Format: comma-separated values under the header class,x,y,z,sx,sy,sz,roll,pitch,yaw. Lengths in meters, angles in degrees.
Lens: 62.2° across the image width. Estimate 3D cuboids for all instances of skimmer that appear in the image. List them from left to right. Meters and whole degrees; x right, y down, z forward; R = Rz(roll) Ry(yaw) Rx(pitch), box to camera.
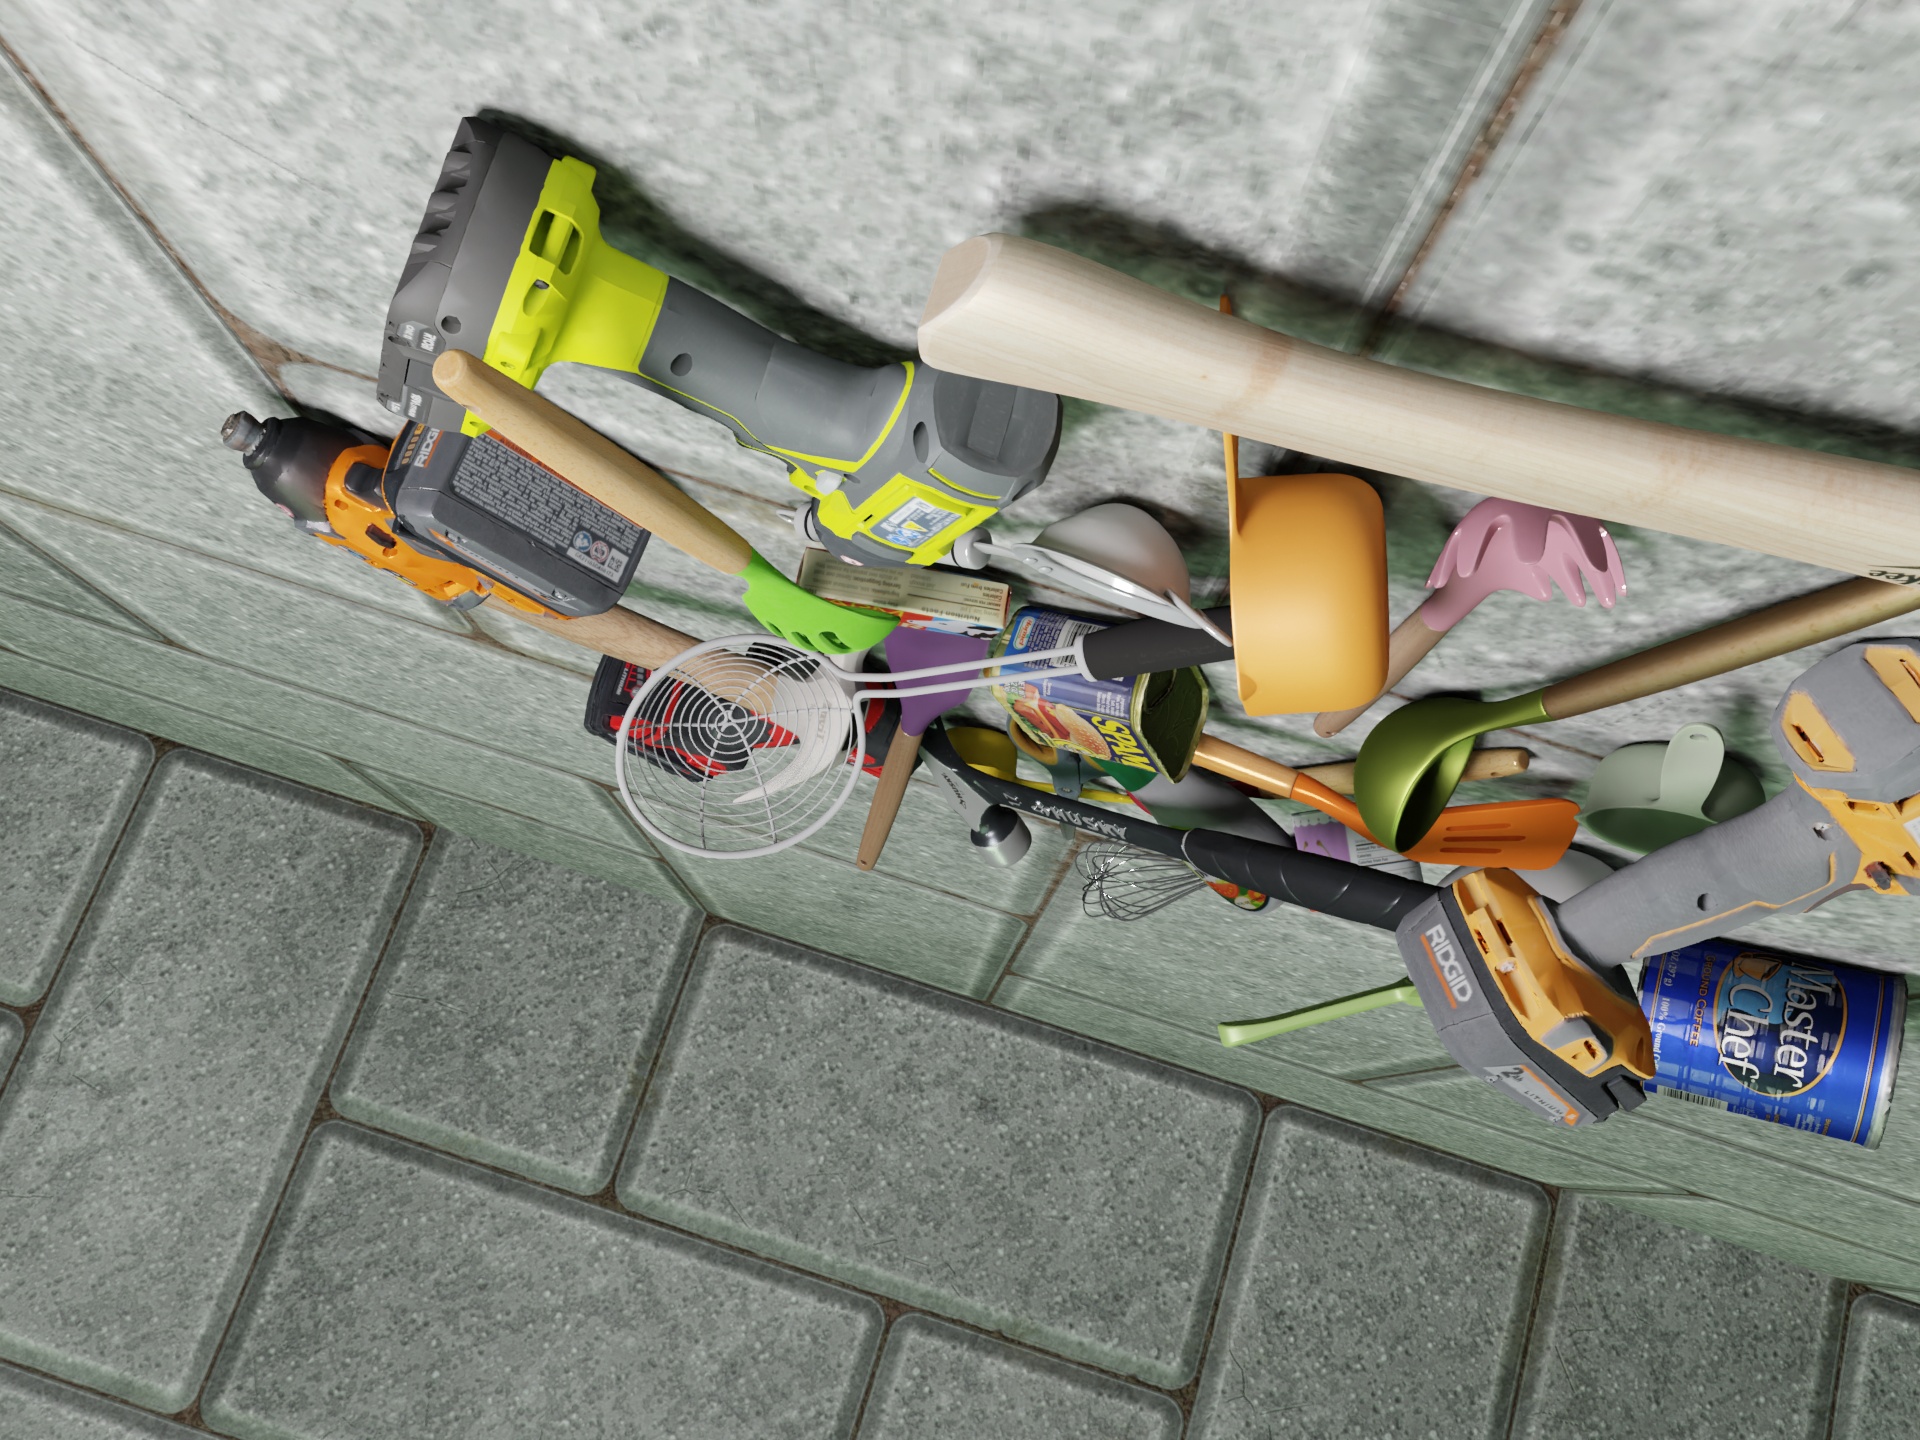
class,x,y,z,sx,sy,sz,roll,pitch,yaw
skimmer,-0.001,-0.002,0.747,0.363,0.090,0.127,-8,126,32

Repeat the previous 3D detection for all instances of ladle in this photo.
class,x,y,z,sx,sy,sz,roll,pitch,yaw
ladle,0.195,0.036,0.912,0.069,0.031,0.315,27,161,-26
ladle,0.264,-0.004,0.634,0.062,0.078,0.320,48,154,-6

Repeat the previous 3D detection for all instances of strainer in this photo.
class,x,y,z,sx,sy,sz,roll,pitch,yaw
strainer,0.011,-0.077,0.696,0.259,0.050,0.086,14,174,37
strainer,0.267,0.125,0.917,0.256,0.069,0.151,-17,175,6

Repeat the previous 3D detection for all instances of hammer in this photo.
class,x,y,z,sx,sy,sz,roll,pitch,yaw
hammer,-0.200,-0.049,0.951,0.331,0.130,0.031,20,-163,24
hammer,0.118,0.063,0.869,0.409,0.036,0.149,13,146,49
hammer,0.189,-0.068,0.464,0.410,0.038,0.146,14,158,6

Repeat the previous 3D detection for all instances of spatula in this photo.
class,x,y,z,sx,sy,sz,roll,pitch,yaw
spatula,-0.035,0.015,0.948,0.060,0.018,0.315,30,147,7
spatula,0.160,0.019,0.851,0.323,0.041,0.081,22,156,20

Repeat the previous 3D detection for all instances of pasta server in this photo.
class,x,y,z,sx,sy,sz,roll,pitch,yaw
pasta server,0.190,-0.029,0.663,0.060,0.040,0.316,7,166,0

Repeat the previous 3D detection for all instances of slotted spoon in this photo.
class,x,y,z,sx,sy,sz,roll,pitch,yaw
slotted spoon,-0.100,-0.070,0.606,0.070,0.031,0.313,10,172,21

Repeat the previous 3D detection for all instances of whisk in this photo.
class,x,y,z,sx,sy,sz,roll,pitch,yaw
whisk,0.175,0.107,1.138,0.070,0.070,0.284,25,159,-25

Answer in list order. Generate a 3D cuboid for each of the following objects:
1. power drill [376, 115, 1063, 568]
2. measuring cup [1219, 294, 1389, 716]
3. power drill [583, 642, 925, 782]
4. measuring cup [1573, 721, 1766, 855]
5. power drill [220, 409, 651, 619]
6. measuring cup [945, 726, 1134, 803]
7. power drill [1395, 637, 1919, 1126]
class,x,y,z,sx,sy,sz,roll,pitch,yaw
power drill,-0.094,-0.121,0.598,0.223,0.080,0.171,20,165,-19
measuring cup,0.119,-0.073,0.544,0.052,0.095,0.173,-1,139,15
power drill,-0.138,-0.012,1.036,0.220,0.079,0.143,0,157,41
measuring cup,0.316,0.020,0.693,0.083,0.038,0.167,12,162,22
power drill,-0.276,-0.116,0.820,0.164,0.084,0.227,31,164,-38
measuring cup,0.054,0.032,1.076,0.156,0.029,0.062,12,166,-24
power drill,0.318,0.078,0.645,0.226,0.084,0.185,-38,132,24
